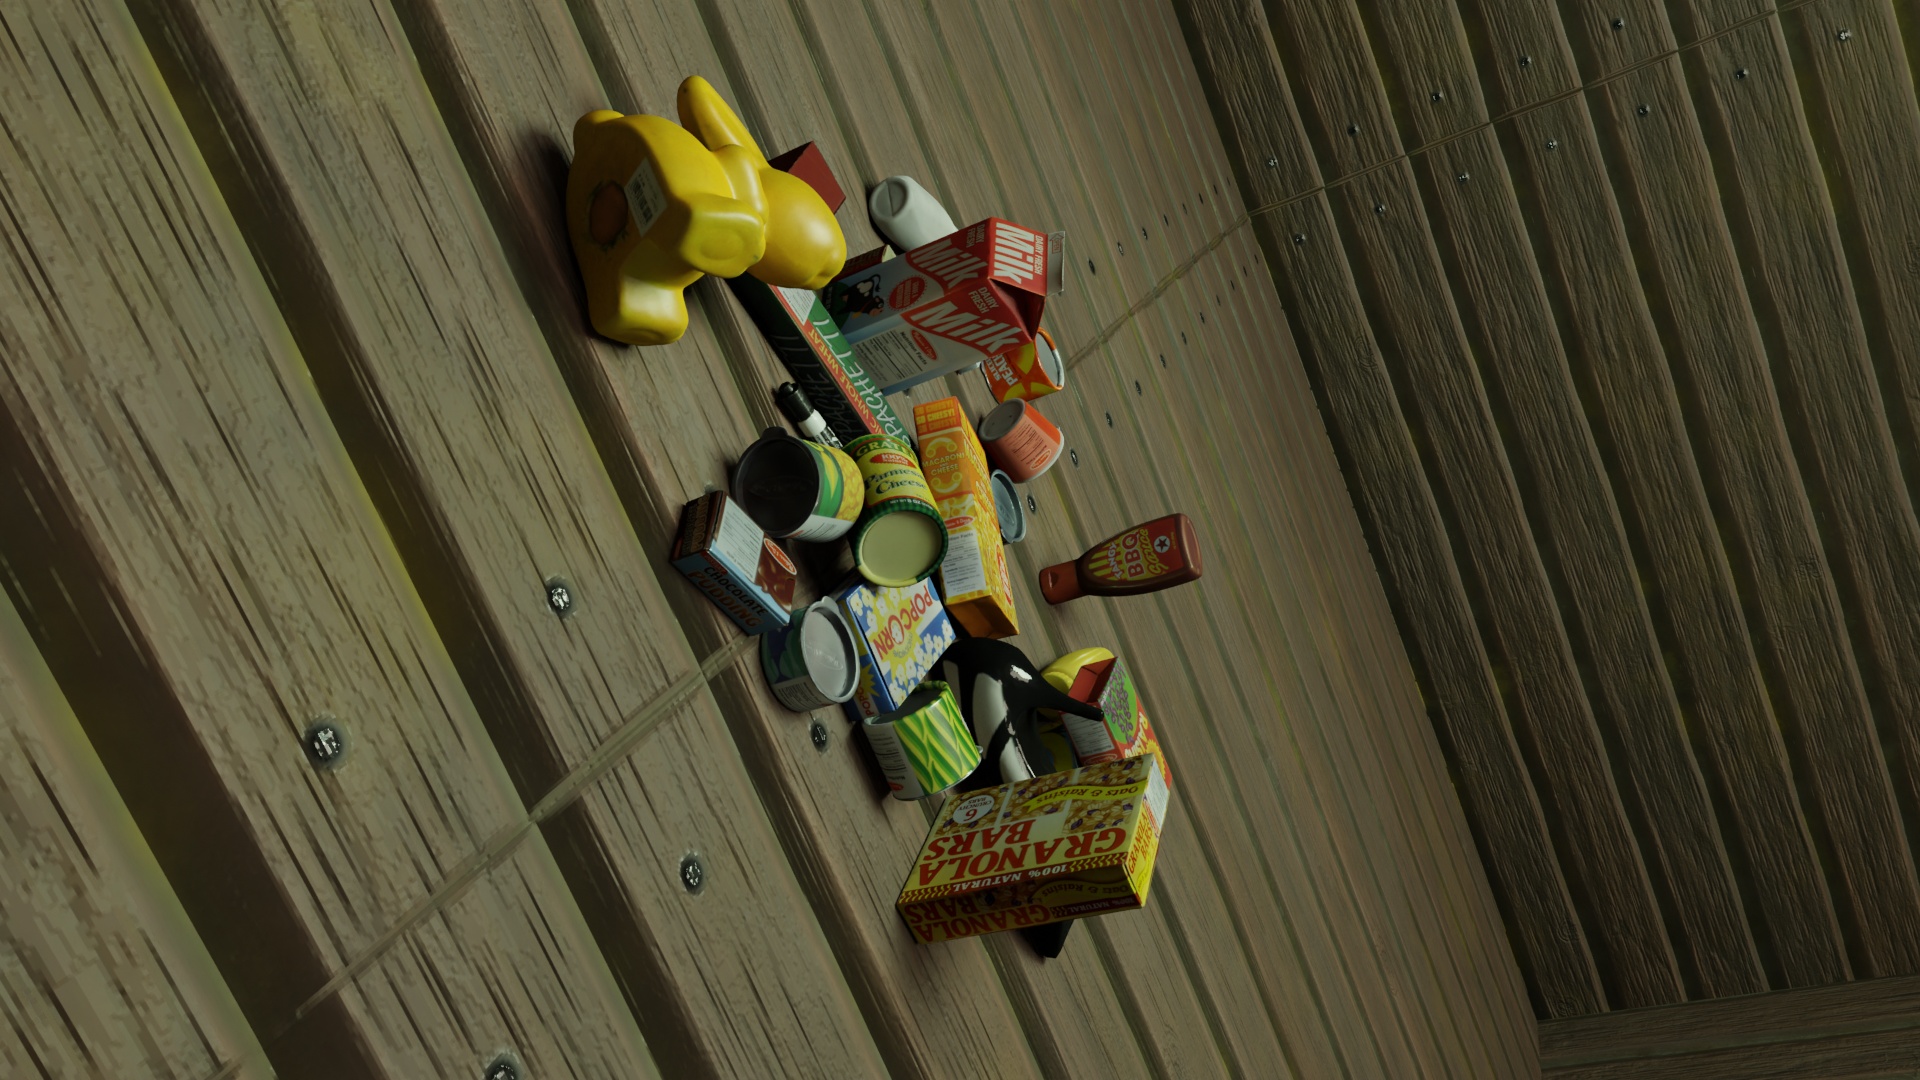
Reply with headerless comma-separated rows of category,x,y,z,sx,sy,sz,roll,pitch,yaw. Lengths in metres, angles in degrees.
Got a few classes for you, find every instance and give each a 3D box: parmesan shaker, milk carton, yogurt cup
parmesan shaker,-0.048,-0.021,0.963,0.071,0.071,0.103,55,6,-34
milk carton,-0.008,-0.179,1.052,0.073,0.190,0.073,49,33,-42
yogurt cup,0.053,-0.094,1.278,0.054,0.072,0.073,46,34,-31

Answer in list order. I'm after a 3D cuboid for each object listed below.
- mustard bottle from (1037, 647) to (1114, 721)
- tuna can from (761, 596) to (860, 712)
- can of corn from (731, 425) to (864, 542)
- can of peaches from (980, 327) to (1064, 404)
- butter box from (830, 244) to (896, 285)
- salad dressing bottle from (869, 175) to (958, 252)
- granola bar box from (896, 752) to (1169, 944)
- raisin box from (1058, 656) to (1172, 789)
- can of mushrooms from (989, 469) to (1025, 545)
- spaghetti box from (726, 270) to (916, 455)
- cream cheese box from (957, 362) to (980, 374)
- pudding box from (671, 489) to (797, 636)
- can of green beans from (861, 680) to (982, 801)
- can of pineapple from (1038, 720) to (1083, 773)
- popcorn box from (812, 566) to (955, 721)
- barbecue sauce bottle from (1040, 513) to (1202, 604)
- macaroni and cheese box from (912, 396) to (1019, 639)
mustard bottle,0.099,0.132,1.239,0.160,0.048,0.065,0,73,-64
tuna can,-0.096,0.072,0.888,0.071,0.033,0.071,45,36,-46
can of corn,-0.104,-0.035,0.900,0.058,0.071,0.071,11,64,-64
can of peaches,0.060,-0.168,1.348,0.071,0.058,0.071,45,36,-46
butter box,-0.056,-0.189,1.124,0.103,0.053,0.024,51,35,-38
salad dressing bottle,-0.027,-0.278,1.257,0.147,0.044,0.064,25,50,-60
granola bar box,0.053,0.210,0.948,0.039,0.165,0.125,65,25,-18
raisin box,0.129,0.170,1.143,0.123,0.040,0.086,65,24,-13
can of mushrooms,0.027,-0.024,1.211,0.071,0.033,0.071,46,35,-46
spaghetti box,-0.107,-0.140,1.013,0.249,0.028,0.050,56,29,-31
cream cheese box,0.006,-0.203,1.299,0.053,0.024,0.104,61,27,-26
pudding box,-0.136,0.015,0.846,0.083,0.030,0.050,50,32,-40
can of green beans,-0.027,0.136,0.949,0.057,0.071,0.071,67,25,-11
can of pineapple,0.082,0.182,1.156,0.071,0.058,0.071,45,36,-46
popcorn box,-0.054,0.060,0.977,0.085,0.038,0.127,66,25,-11
barbecue sauce bottle,0.148,0.024,1.292,0.043,0.148,0.065,30,48,-56
macaroni and cheese box,0.004,-0.014,1.108,0.123,0.040,0.167,57,21,-68
